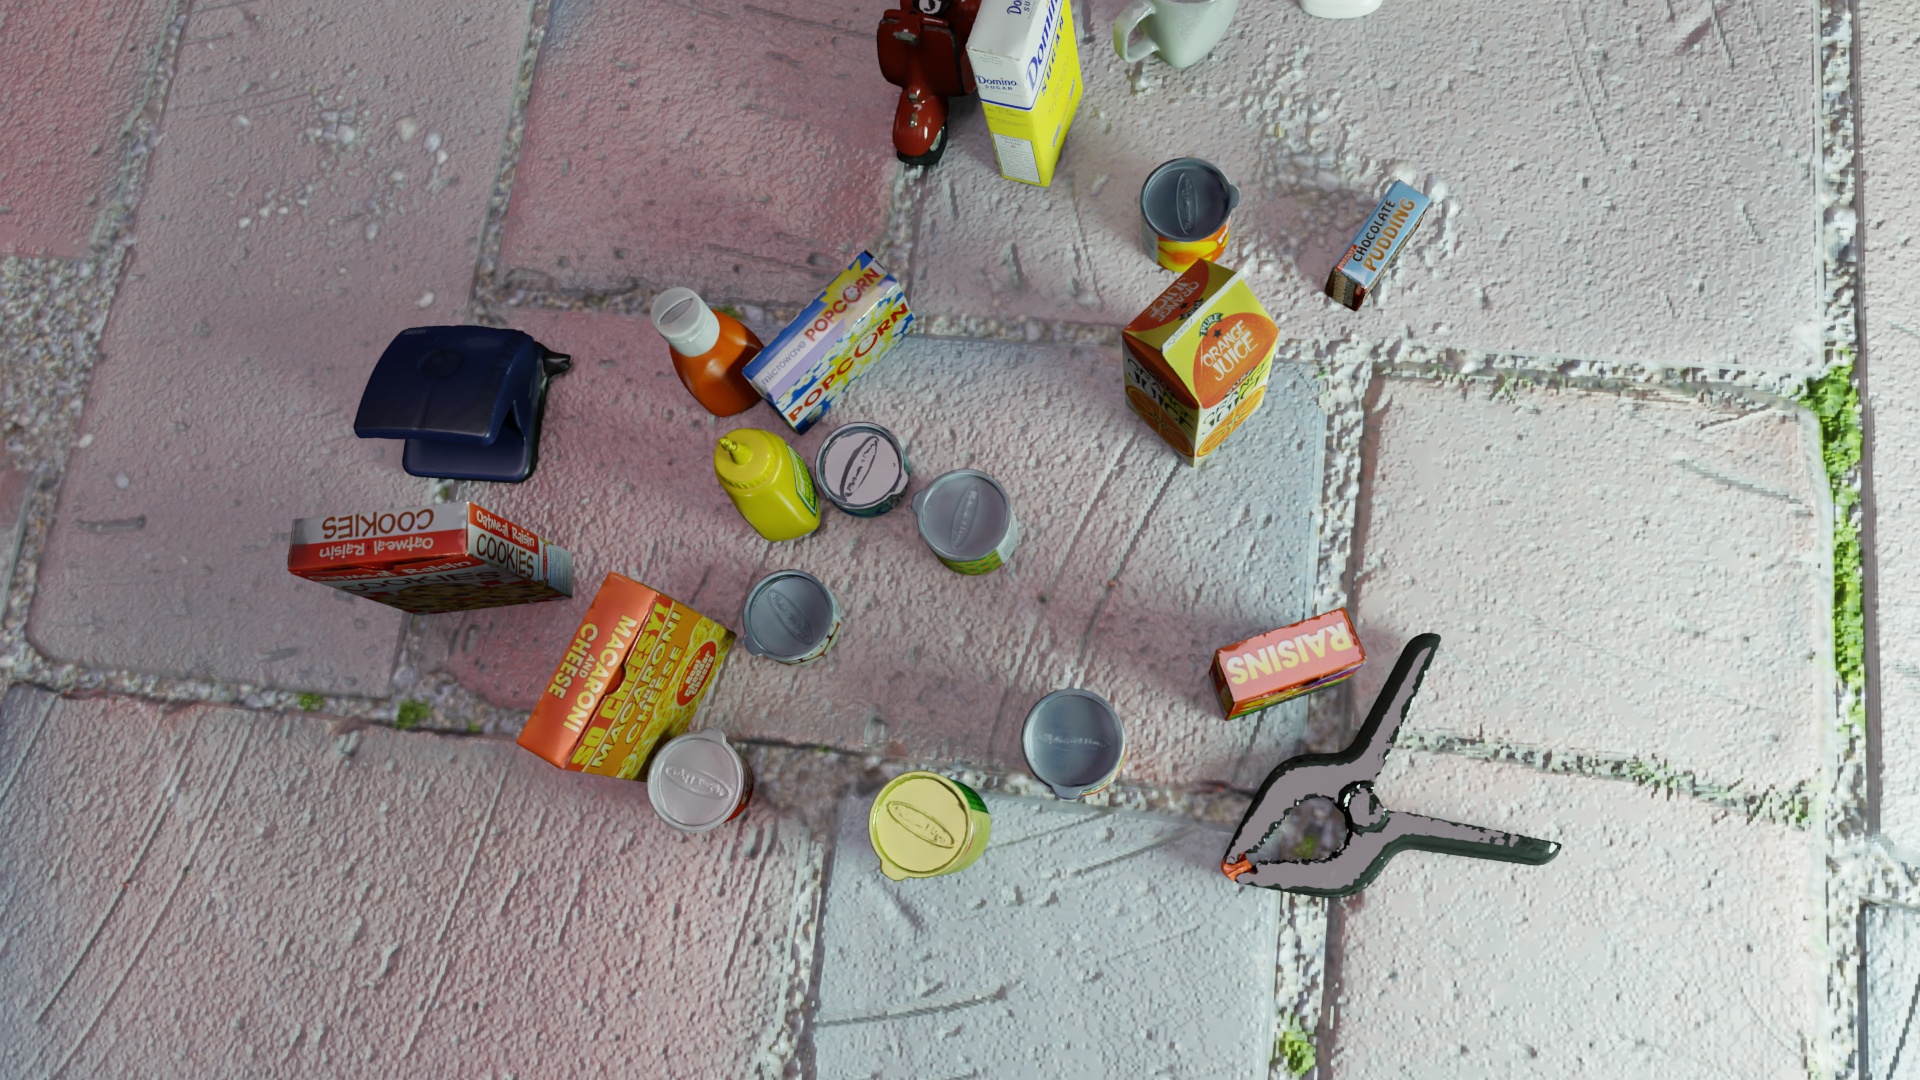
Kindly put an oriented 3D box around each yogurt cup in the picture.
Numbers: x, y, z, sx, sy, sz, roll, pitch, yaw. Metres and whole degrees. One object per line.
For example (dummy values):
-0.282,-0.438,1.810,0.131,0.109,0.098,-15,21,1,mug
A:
-0.178,0.169,0.968,0.072,0.054,0.072,-2,77,7,yogurt cup

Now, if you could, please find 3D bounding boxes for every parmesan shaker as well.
-0.020,0.190,0.917,0.071,0.103,0.071,-2,77,7,parmesan shaker

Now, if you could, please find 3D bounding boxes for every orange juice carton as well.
0.157,-0.120,0.920,0.072,0.192,0.073,-43,76,-3,orange juice carton

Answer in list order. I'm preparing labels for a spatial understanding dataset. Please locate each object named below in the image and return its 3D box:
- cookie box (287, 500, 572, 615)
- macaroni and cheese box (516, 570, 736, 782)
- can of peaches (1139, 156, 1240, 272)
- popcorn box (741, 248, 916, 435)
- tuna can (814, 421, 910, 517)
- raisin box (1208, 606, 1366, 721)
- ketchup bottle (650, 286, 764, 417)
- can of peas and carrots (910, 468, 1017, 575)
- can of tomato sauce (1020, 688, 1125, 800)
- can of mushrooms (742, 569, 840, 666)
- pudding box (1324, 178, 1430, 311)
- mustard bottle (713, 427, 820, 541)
-0.363,0.016,0.970,0.123,0.167,0.040,-6,77,6,cookie box
-0.217,0.096,0.932,0.040,0.166,0.124,25,82,12,macaroni and cheese box
0.167,-0.237,1.016,0.071,0.058,0.071,-2,77,7,can of peaches
-0.094,-0.142,1.014,0.127,0.085,0.038,-45,76,-4,popcorn box
-0.069,-0.050,1.016,0.071,0.032,0.071,-2,77,7,tuna can
0.208,0.083,0.901,0.086,0.123,0.040,-18,76,3,raisin box
-0.178,-0.135,0.991,0.065,0.148,0.043,-37,75,-2,ketchup bottle
0.004,-0.012,0.984,0.071,0.058,0.071,-2,77,7,can of peas and carrots
0.077,0.138,0.926,0.071,0.083,0.071,-2,77,7,can of tomato sauce
-0.122,0.057,0.998,0.071,0.033,0.071,-2,77,7,can of mushrooms
0.299,-0.211,0.997,0.030,0.049,0.084,35,84,14,pudding box
-0.136,-0.044,0.958,0.049,0.160,0.065,-17,76,4,mustard bottle
